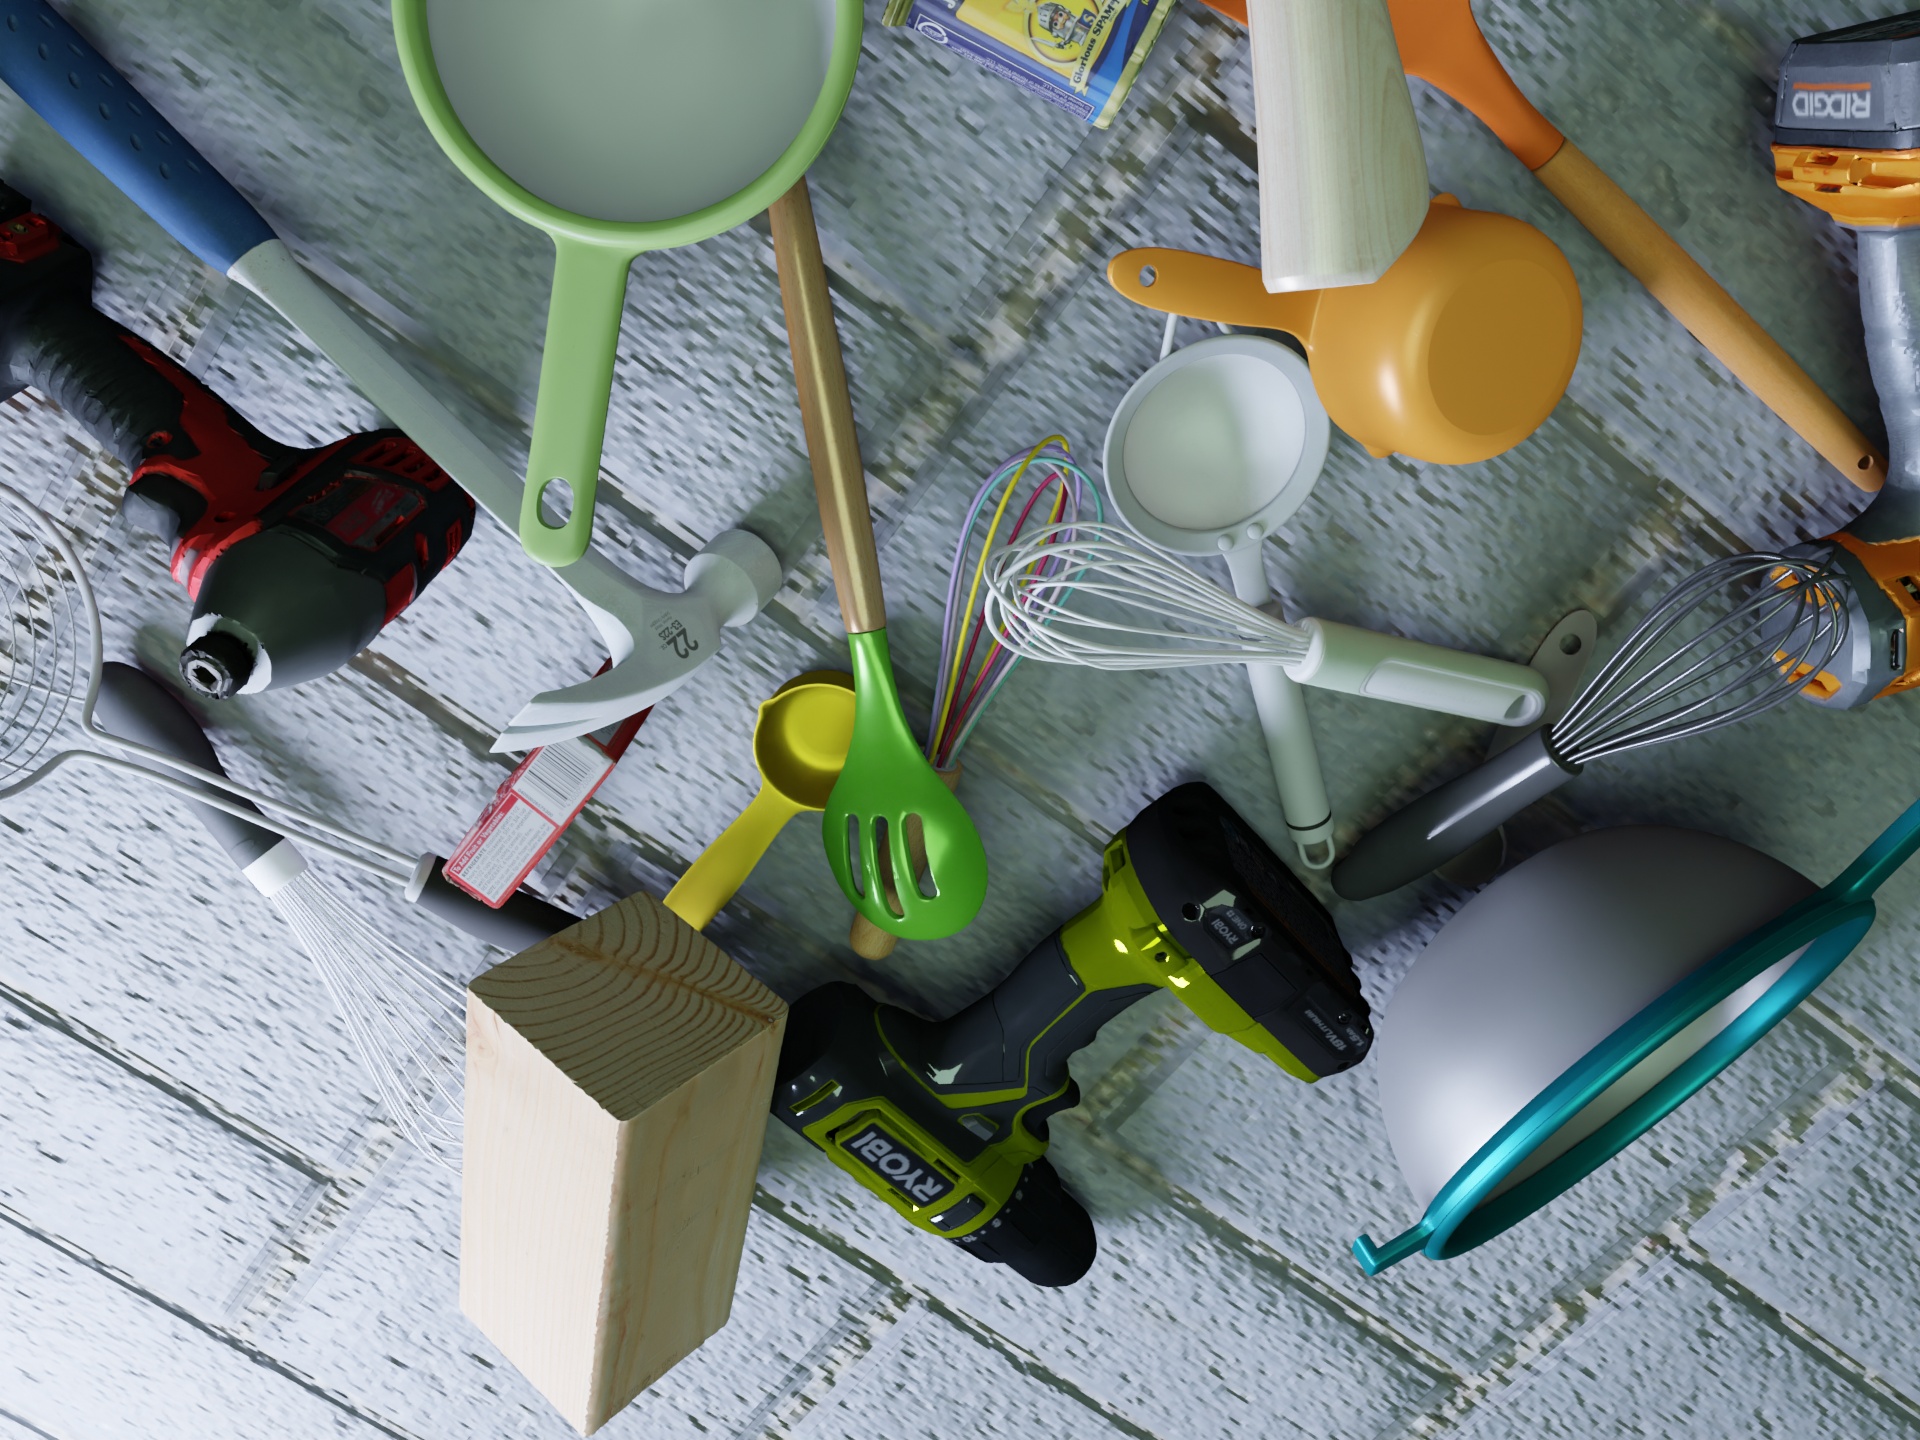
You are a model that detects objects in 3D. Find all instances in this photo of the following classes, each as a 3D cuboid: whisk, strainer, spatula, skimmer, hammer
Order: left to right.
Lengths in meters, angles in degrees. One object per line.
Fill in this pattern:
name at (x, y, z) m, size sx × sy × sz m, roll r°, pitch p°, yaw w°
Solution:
hammer at (-0.244, -0.154, 0.560) m, size 0.405 × 0.144 × 0.035 m, roll 44°, pitch 130°, yaw -7°
skimmer at (-0.264, 0.026, 0.629) m, size 0.363 × 0.127 × 0.090 m, roll 28°, pitch 138°, yaw -19°
whisk at (-0.275, 0.088, 0.690) m, size 0.070 × 0.070 × 0.284 m, roll -33°, pitch 103°, yaw 15°
strainer at (-0.115, -0.181, 0.543) m, size 0.151 × 0.069 × 0.256 m, roll 11°, pitch 100°, yaw -1°
whisk at (0.000, -0.002, 0.645) m, size 0.051 × 0.047 × 0.244 m, roll 17°, pitch 117°, yaw -6°
hammer at (0.075, -0.325, 0.422) m, size 0.146 × 0.038 × 0.410 m, roll -9°, pitch 104°, yaw -10°
strainer at (0.113, -0.047, 0.618) m, size 0.087 × 0.050 × 0.258 m, roll -19°, pitch 116°, yaw 0°
whisk at (0.119, -0.027, 0.583) m, size 0.246 × 0.059 × 0.057 m, roll 10°, pitch 126°, yaw -23°
whisk at (0.226, 0.009, 0.599) m, size 0.055 × 0.055 × 0.239 m, roll 36°, pitch 133°, yaw -11°
spatula at (0.222, -0.187, 0.565) m, size 0.322 × 0.041 × 0.081 m, roll 37°, pitch 109°, yaw -16°
strainer at (0.270, 0.062, 0.593) m, size 0.095 × 0.211 × 0.340 m, roll 52°, pitch 121°, yaw 31°

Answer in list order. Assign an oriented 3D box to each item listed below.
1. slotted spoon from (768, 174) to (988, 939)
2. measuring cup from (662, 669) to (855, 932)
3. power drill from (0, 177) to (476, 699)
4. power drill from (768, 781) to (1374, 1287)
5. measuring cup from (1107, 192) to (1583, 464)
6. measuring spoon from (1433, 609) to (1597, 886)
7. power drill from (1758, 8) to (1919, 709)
slotted spoon at (-0.042, -0.060, 0.605) m, size 0.070 × 0.031 × 0.313 m, roll -4°, pitch 102°, yaw 25°
measuring cup at (-0.085, 0.041, 0.673) m, size 0.062 × 0.029 × 0.156 m, roll 37°, pitch 112°, yaw -11°
power drill at (-0.299, -0.094, 0.566) m, size 0.219 × 0.143 × 0.078 m, roll 31°, pitch 126°, yaw -7°
power drill at (0.055, 0.148, 0.680) m, size 0.228 × 0.080 × 0.190 m, roll -36°, pitch 116°, yaw 19°
measuring cup at (0.135, -0.136, 0.538) m, size 0.173 × 0.052 × 0.095 m, roll 3°, pitch 109°, yaw -26°
measuring spoon at (0.228, 0.011, 0.650) m, size 0.034 × 0.018 × 0.124 m, roll 30°, pitch 107°, yaw 22°
power drill at (0.361, -0.127, 0.543) m, size 0.164 × 0.084 × 0.226 m, roll -15°, pitch 113°, yaw -6°
